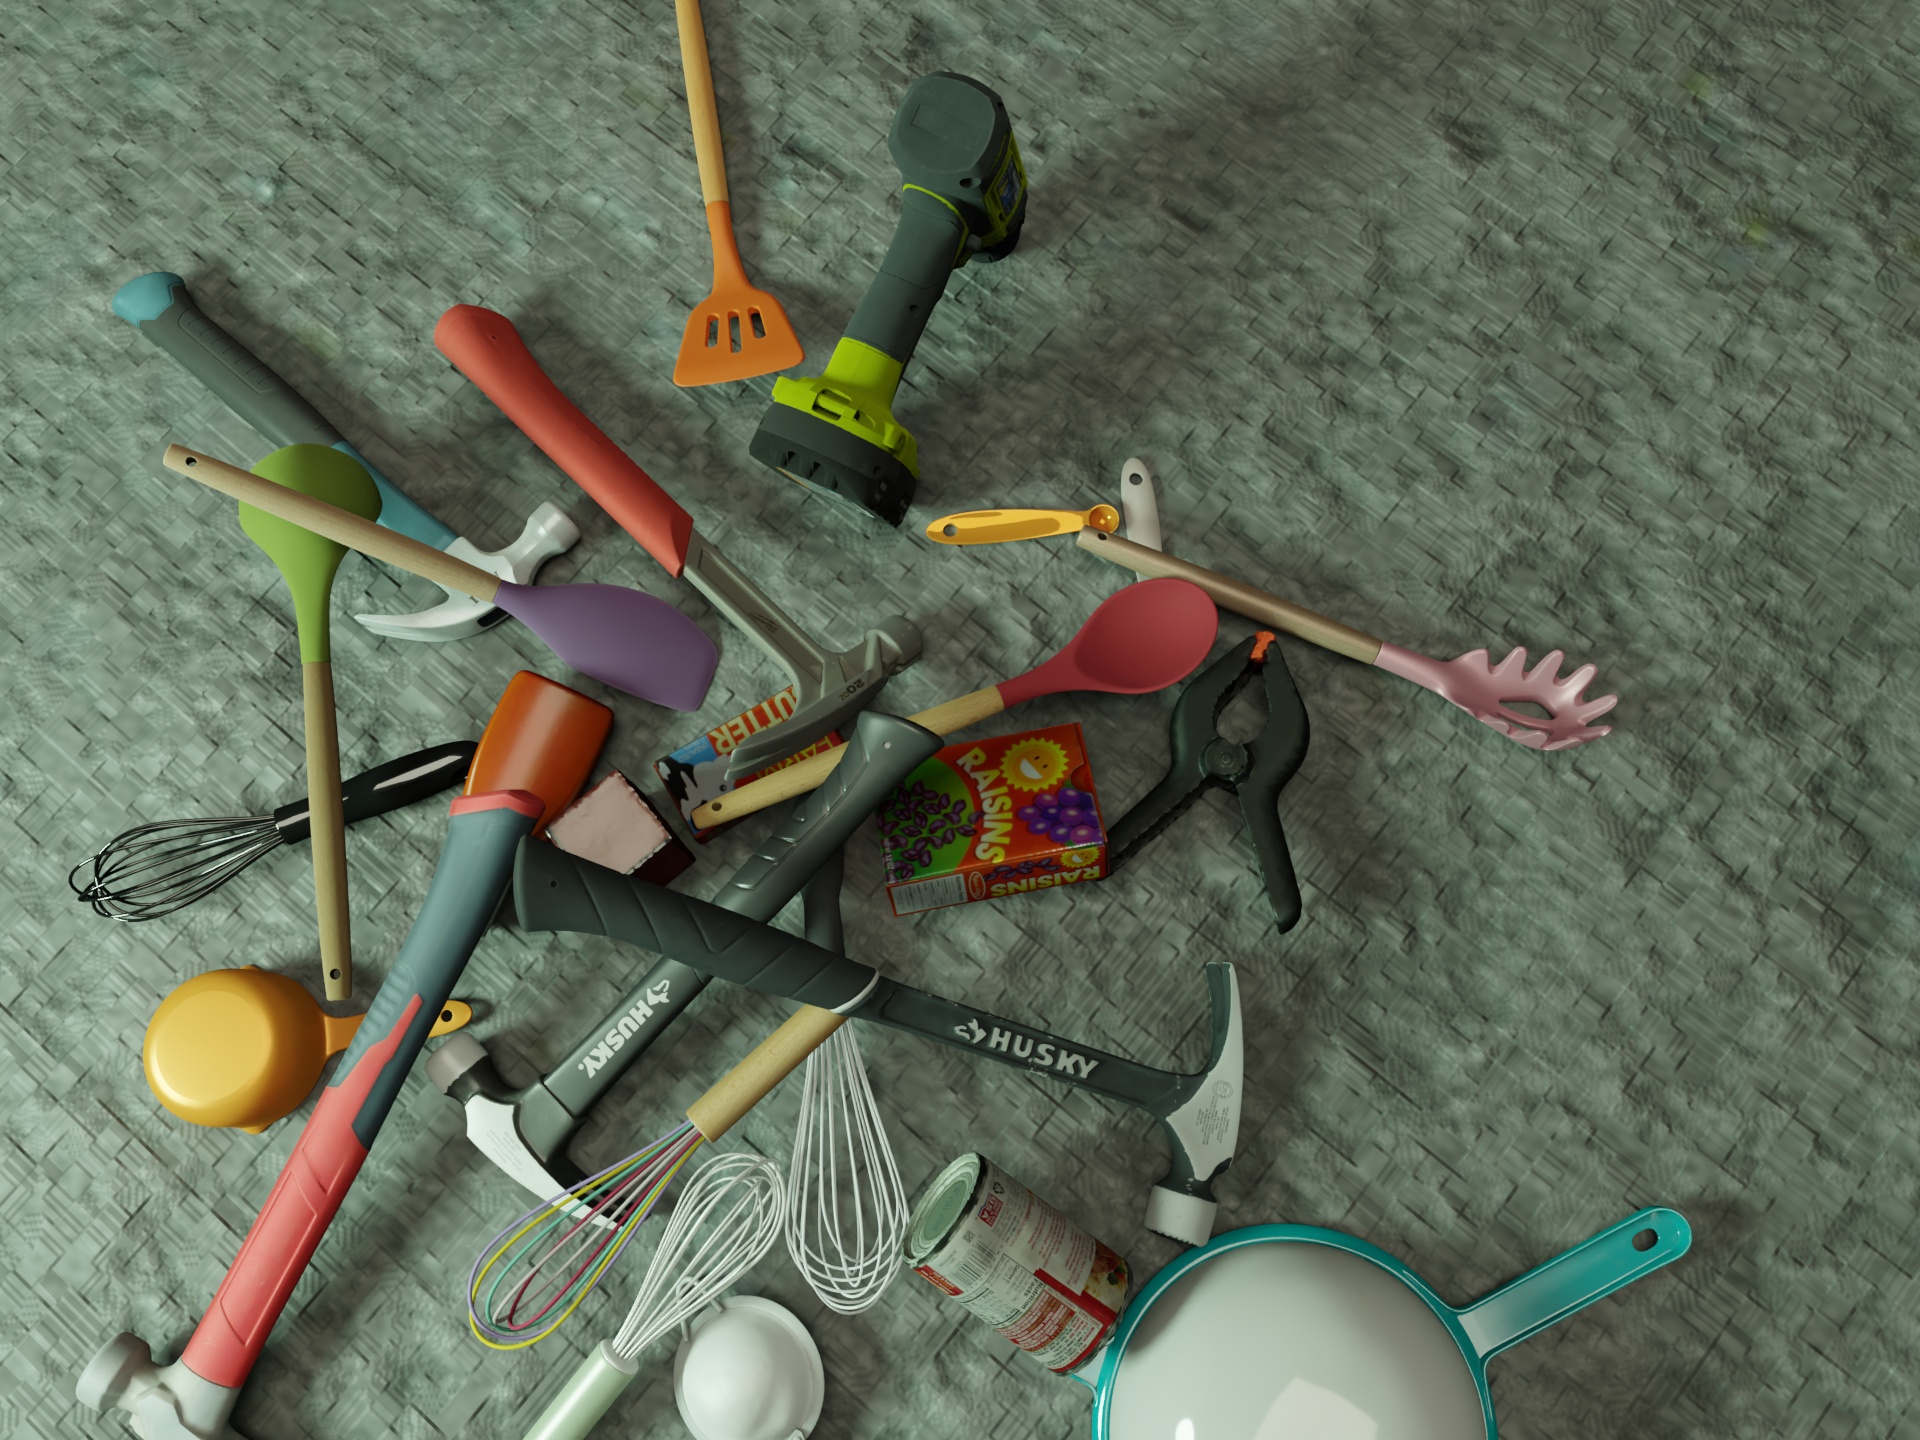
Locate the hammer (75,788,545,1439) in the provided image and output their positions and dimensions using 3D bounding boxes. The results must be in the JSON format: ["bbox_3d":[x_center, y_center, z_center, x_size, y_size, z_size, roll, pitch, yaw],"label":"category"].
[{"bbox_3d":[-0.310,0.216,0.841,0.143,0.038,0.386,28,88,2],"label":"hammer"}]

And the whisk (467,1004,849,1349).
[{"bbox_3d":[-0.148,0.227,0.813,0.245,0.047,0.051,-41,119,-13],"label":"whisk"}]

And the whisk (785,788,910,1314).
[{"bbox_3d":[-0.071,0.174,0.870,0.070,0.070,0.285,-7,72,0],"label":"whisk"}]

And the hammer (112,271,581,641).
[{"bbox_3d":[-0.394,-0.170,0.976,0.331,0.033,0.128,39,80,11],"label":"hammer"}]

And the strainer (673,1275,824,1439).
[{"bbox_3d":[-0.070,0.398,0.822,0.087,0.050,0.258,-43,82,8],"label":"strainer"}]

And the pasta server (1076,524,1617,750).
[{"bbox_3d":[0.217,-0.053,0.914,0.316,0.040,0.060,22,60,4],"label":"pasta server"}]

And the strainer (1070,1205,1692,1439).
[{"bbox_3d":[0.230,0.335,0.797,0.340,0.095,0.211,-27,77,-3],"label":"strainer"}]

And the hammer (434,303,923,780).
[{"bbox_3d":[-0.193,-0.121,0.933,0.359,0.036,0.149,43,52,15],"label":"hammer"}]

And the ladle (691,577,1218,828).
[{"bbox_3d":[-0.001,-0.003,0.893,0.315,0.031,0.069,-22,61,-7],"label":"ladle"}]

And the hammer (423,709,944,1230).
[{"bbox_3d":[-0.132,0.124,0.857,0.146,0.035,0.335,44,95,9],"label":"hammer"}]

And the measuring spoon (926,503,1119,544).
[{"bbox_3d":[0.037,-0.117,0.960,0.117,0.011,0.021,-3,77,5],"label":"measuring spoon"}]

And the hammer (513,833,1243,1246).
[{"bbox_3d":[-0.033,0.141,0.821,0.408,0.036,0.149,22,75,-13],"label":"hammer"}]

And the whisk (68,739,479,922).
[{"bbox_3d":[-0.389,0.058,0.913,0.239,0.055,0.055,-21,76,-8],"label":"whisk"}]

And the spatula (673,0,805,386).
[{"bbox_3d":[-0.158,-0.352,1.008,0.081,0.041,0.323,-10,75,0],"label":"spatula"}]

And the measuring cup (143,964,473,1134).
[{"bbox_3d":[-0.362,0.174,0.879,0.173,0.052,0.095,-10,76,2],"label":"measuring cup"}]

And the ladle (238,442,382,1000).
[{"bbox_3d":[-0.359,-0.004,0.898,0.078,0.062,0.320,-5,82,-13],"label":"ladle"}]

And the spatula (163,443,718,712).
[{"bbox_3d":[-0.286,-0.086,0.900,0.315,0.018,0.060,23,77,-18],"label":"spatula"}]

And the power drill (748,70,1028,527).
[{"bbox_3d":[-0.027,-0.233,0.917,0.080,0.190,0.228,25,93,7],"label":"power drill"}]

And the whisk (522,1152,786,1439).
[{"bbox_3d":[-0.173,0.325,0.829,0.058,0.059,0.246,39,91,25],"label":"whisk"}]

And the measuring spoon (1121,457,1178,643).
[{"bbox_3d":[0.112,-0.102,0.948,0.034,0.018,0.124,-7,75,0],"label":"measuring spoon"}]
